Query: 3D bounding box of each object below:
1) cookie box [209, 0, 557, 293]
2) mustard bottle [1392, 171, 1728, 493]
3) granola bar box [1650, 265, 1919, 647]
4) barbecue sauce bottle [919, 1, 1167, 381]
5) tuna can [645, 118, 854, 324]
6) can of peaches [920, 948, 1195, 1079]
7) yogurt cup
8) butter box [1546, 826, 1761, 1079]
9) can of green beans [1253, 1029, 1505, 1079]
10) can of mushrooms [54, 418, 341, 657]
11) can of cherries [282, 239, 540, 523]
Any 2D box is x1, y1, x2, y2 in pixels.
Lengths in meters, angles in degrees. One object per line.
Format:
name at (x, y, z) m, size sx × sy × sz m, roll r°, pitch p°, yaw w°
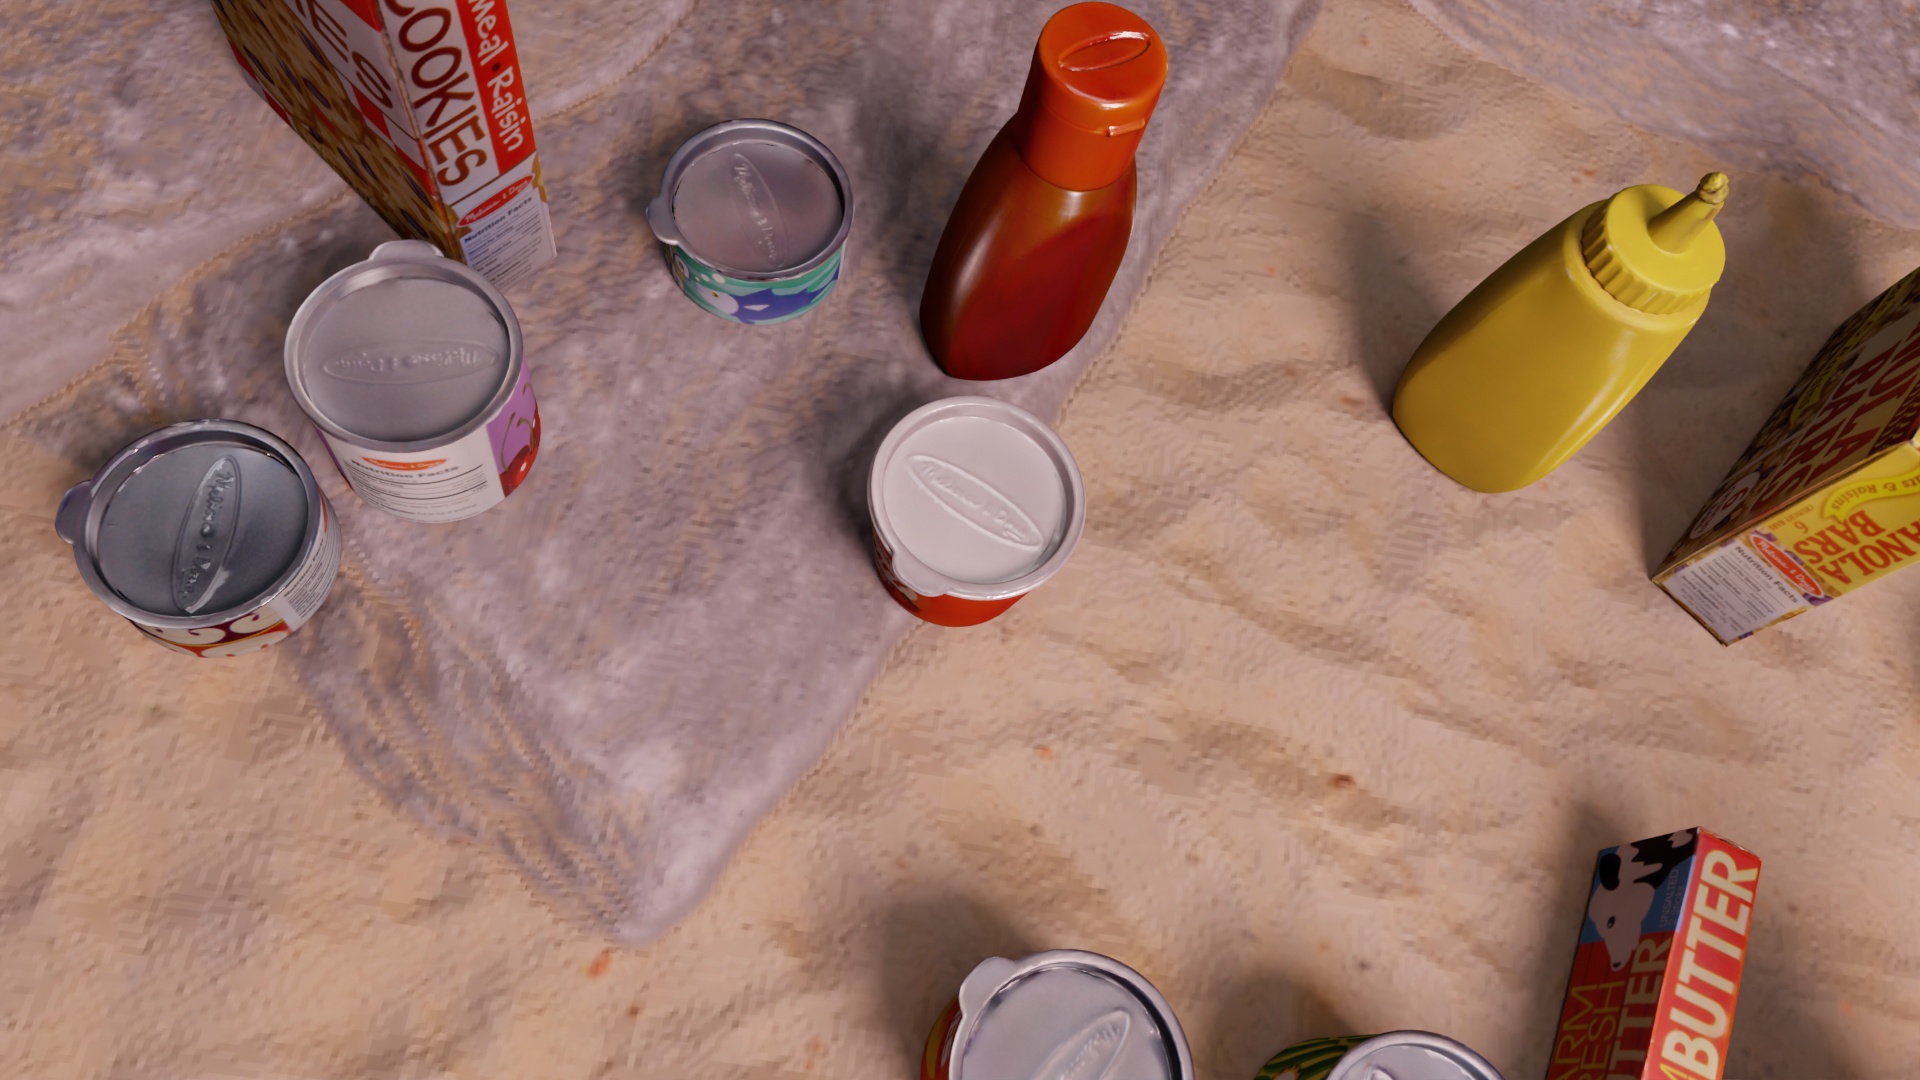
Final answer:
cookie box at (-0.184, -0.160, 0.414) m, size 0.123 × 0.166 × 0.040 m, roll 44°, pitch 68°, yaw 9°
mustard bottle at (0.199, -0.070, 0.450) m, size 0.065 × 0.159 × 0.049 m, roll 43°, pitch 68°, yaw 8°
granola bar box at (0.330, -0.048, 0.483) m, size 0.039 × 0.123 × 0.166 m, roll 43°, pitch 68°, yaw 8°
barbecue sauce bottle at (0.027, -0.104, 0.439) m, size 0.065 × 0.148 × 0.044 m, roll -20°, pitch 74°, yaw -17°
tuna can at (-0.074, -0.110, 0.487) m, size 0.071 × 0.032 × 0.071 m, roll 3°, pitch 68°, yaw -9°
can of peaches at (0.023, 0.148, 0.386) m, size 0.071 × 0.058 × 0.071 m, roll 3°, pitch 68°, yaw -9°
yogurt cup at (0.002, -0.006, 0.447) m, size 0.072 × 0.053 × 0.072 m, roll 3°, pitch 68°, yaw -9°
butter box at (0.209, 0.142, 0.424) m, size 0.024 × 0.053 × 0.104 m, roll 26°, pitch 66°, yaw 1°
can of green beans at (0.118, 0.174, 0.393) m, size 0.071 × 0.057 × 0.071 m, roll 3°, pitch 68°, yaw -9°
can of mushrooms at (-0.225, -0.001, 0.416) m, size 0.071 × 0.033 × 0.071 m, roll 3°, pitch 68°, yaw -9°
can of cherries at (-0.166, -0.048, 0.432) m, size 0.071 × 0.058 × 0.072 m, roll 3°, pitch 68°, yaw -9°
